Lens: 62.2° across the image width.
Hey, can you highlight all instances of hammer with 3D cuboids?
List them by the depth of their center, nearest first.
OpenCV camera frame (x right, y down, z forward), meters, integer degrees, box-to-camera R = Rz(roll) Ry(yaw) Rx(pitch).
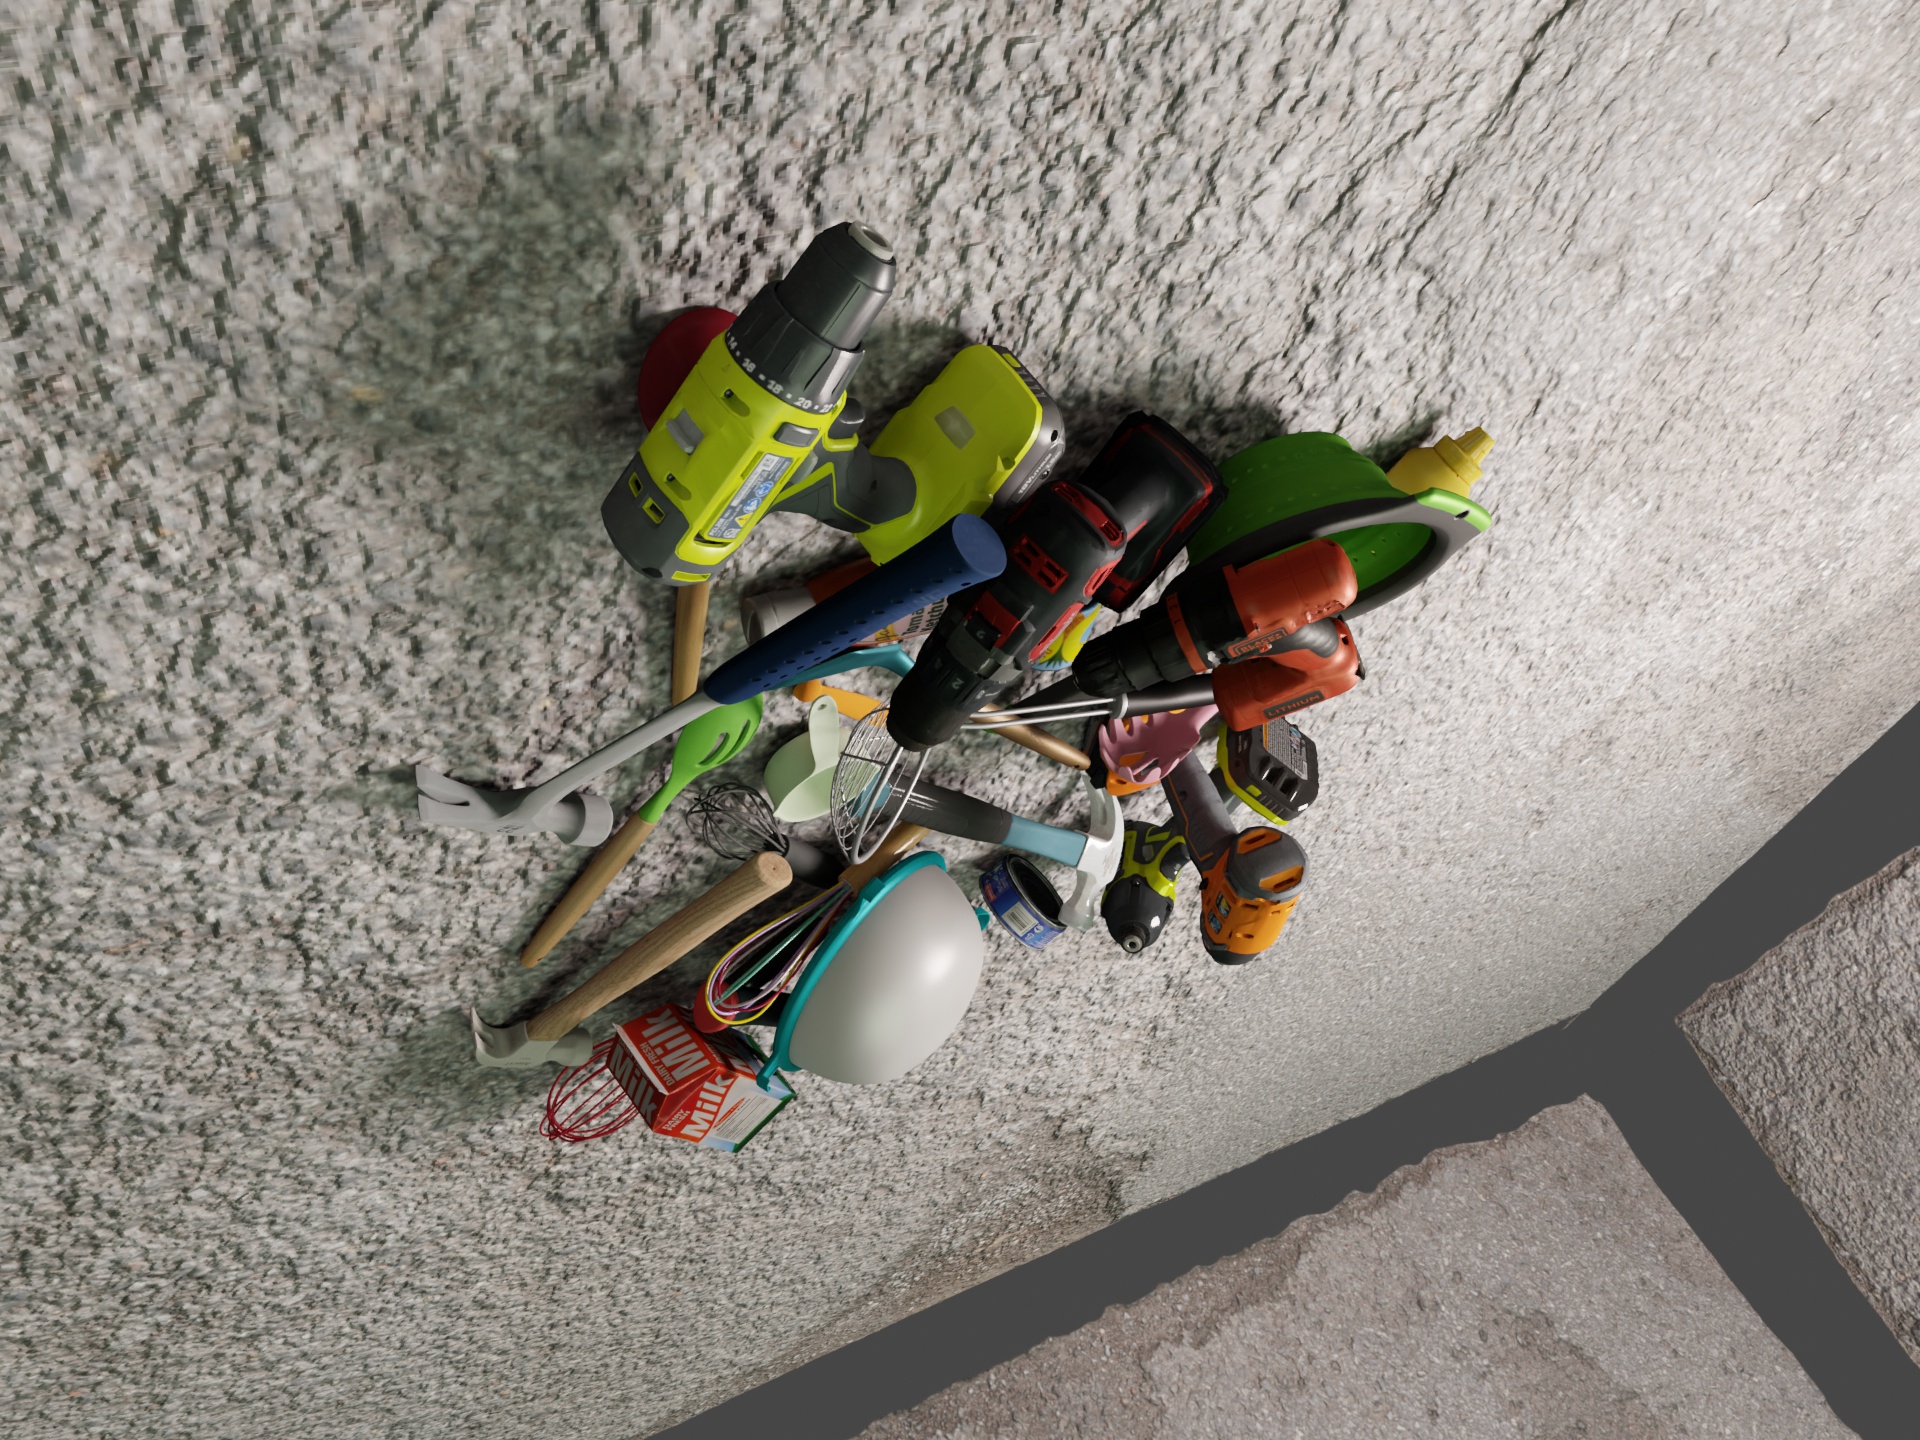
[{"bbox_3d":[-0.145,-0.012,0.887,0.405,0.035,0.144,-27,156,34],"label":"hammer"},{"bbox_3d":[-0.245,0.183,1.173,0.331,0.031,0.130,-36,151,30],"label":"hammer"},{"bbox_3d":[0.024,0.084,1.273,0.330,0.033,0.128,20,92,-47],"label":"hammer"},{"bbox_3d":[-0.118,0.245,1.373,0.143,0.038,0.386,-35,160,6],"label":"hammer"}]

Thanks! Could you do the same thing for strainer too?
[{"bbox_3d":[-0.021,0.212,1.320,0.211,0.095,0.340,-61,160,14],"label":"strainer"}]

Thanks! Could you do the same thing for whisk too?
[{"bbox_3d":[-0.133,0.092,1.175,0.055,0.055,0.238,-34,155,6],"label":"whisk"},{"bbox_3d":[-0.100,0.143,1.213,0.245,0.047,0.051,-41,169,-29],"label":"whisk"},{"bbox_3d":[-0.232,0.257,1.334,0.296,0.073,0.073,-37,151,-1],"label":"whisk"}]

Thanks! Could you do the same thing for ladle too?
[{"bbox_3d":[-0.148,-0.096,0.883,0.069,0.031,0.315,-18,151,-24],"label":"ladle"}]

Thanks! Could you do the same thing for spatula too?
[{"bbox_3d":[-0.002,-0.004,1.110,0.082,0.044,0.317,-20,151,34],"label":"spatula"}]

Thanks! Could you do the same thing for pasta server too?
[{"bbox_3d":[0.219,-0.036,1.225,0.316,0.060,0.040,-34,149,-31],"label":"pasta server"}]

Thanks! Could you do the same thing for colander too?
[{"bbox_3d":[0.162,-0.099,1.116,0.397,0.095,0.204,-27,159,34],"label":"colander"}]

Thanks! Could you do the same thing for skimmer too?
[{"bbox_3d":[0.072,0.016,1.072,0.363,0.090,0.127,-8,136,-31],"label":"skimmer"}]

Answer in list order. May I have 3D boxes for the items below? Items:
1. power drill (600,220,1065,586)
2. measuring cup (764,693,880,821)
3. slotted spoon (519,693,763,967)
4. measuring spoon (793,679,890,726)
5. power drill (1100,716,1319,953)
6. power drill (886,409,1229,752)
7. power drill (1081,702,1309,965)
[{"bbox_3d":[-0.048,-0.148,0.800,0.190,0.080,0.228,-48,155,26],"label":"power drill"},{"bbox_3d":[-0.098,0.014,1.073,0.083,0.038,0.167,-24,155,-16],"label":"measuring cup"},{"bbox_3d":[-0.224,0.080,1.087,0.313,0.031,0.070,-46,163,31],"label":"slotted spoon"},{"bbox_3d":[-0.075,-0.009,1.099,0.021,0.011,0.116,-41,150,18],"label":"measuring spoon"},{"bbox_3d":[0.209,0.098,1.389,0.223,0.080,0.171,-50,-171,26],"label":"power drill"},{"bbox_3d":[0.053,-0.080,0.932,0.187,0.080,0.227,-50,175,35],"label":"power drill"},{"bbox_3d":[0.181,0.083,1.254,0.084,0.227,0.164,-20,150,-18],"label":"power drill"}]
